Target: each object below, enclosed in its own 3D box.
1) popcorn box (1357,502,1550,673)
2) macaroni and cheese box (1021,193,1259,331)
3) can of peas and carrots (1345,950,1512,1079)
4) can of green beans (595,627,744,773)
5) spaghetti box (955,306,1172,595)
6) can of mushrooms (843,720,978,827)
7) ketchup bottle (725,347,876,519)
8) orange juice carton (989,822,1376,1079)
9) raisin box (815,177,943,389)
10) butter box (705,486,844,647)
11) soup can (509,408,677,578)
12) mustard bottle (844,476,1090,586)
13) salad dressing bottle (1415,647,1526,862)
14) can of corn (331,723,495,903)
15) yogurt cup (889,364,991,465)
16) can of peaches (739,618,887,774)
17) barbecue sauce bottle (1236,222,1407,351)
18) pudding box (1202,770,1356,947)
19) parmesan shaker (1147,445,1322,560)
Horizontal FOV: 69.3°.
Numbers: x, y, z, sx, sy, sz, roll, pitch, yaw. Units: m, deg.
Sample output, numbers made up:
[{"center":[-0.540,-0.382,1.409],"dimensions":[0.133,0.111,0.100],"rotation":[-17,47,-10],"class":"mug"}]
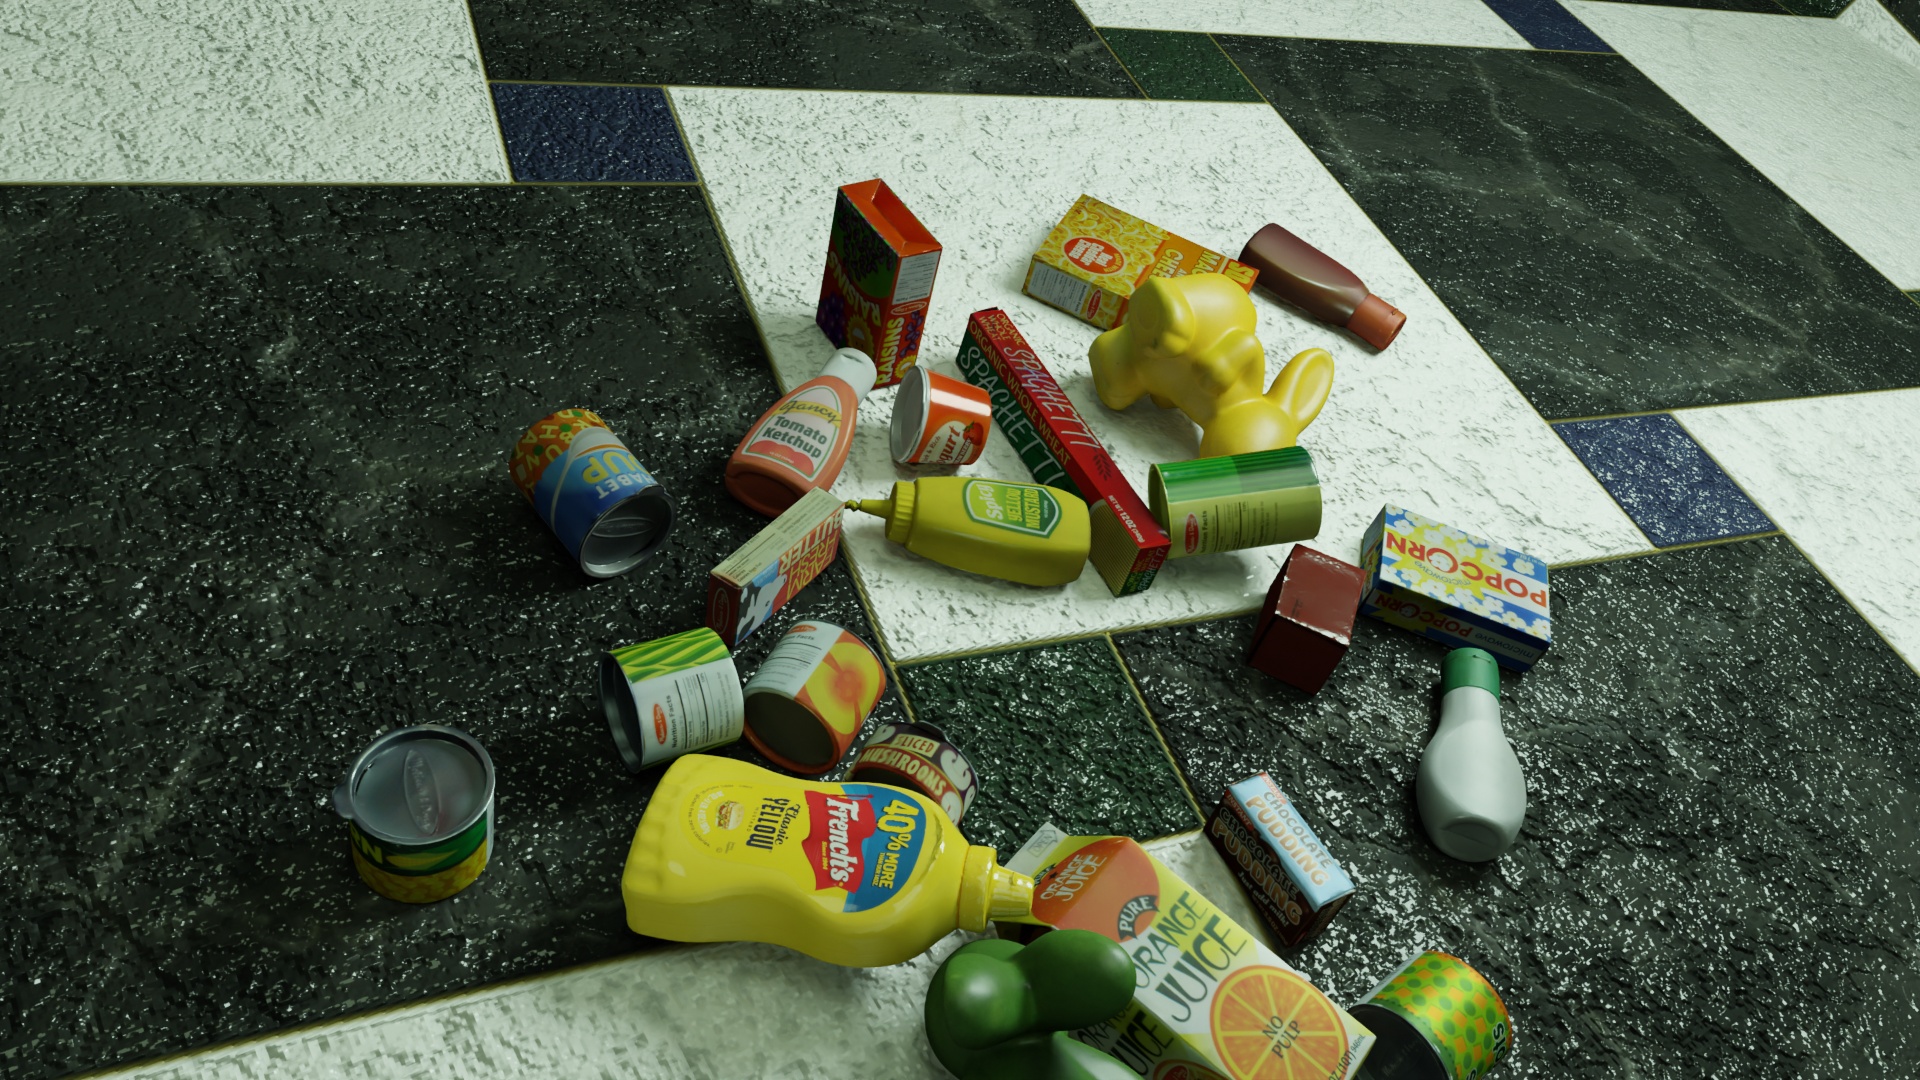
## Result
[{"center":[0.349,0.033,0.981],"dimensions":[0.127,0.038,0.085],"rotation":[21,45,2],"class":"popcorn box"},{"center":[0.151,-0.216,1.155],"dimensions":[0.166,0.040,0.124],"rotation":[26,45,8],"class":"macaroni and cheese box"},{"center":[0.239,0.255,0.710],"dimensions":[0.059,0.070,0.071],"rotation":[-23,58,-35],"class":"can of peas and carrots"},{"center":[-0.155,0.084,0.744],"dimensions":[0.058,0.070,0.071],"rotation":[-14,53,-30],"class":"can of green beans"},{"center":[0.066,-0.069,0.978],"dimensions":[0.029,0.049,0.251],"rotation":[-11,51,-28],"class":"spaghetti box"},{"center":[-0.027,0.130,0.740],"dimensions":[0.071,0.070,0.034],"rotation":[29,47,10],"class":"can of mushrooms"},{"center":[-0.100,-0.076,0.934],"dimensions":[0.065,0.043,0.150],"rotation":[23,44,4],"class":"ketchup bottle"},{"center":[0.098,0.221,0.691],"dimensions":[0.193,0.072,0.072],"rotation":[37,48,19],"class":"orange juice carton"},{"center":[-0.060,-0.182,0.993],"dimensions":[0.040,0.122,0.086],"rotation":[-20,56,-31],"class":"raisin box"},{"center":[-0.111,0.014,0.836],"dimensions":[0.024,0.052,0.104],"rotation":[31,45,16],"class":"butter box"},{"center":[-0.219,-0.031,0.832],"dimensions":[0.071,0.071,0.084],"rotation":[-26,59,-36],"class":"soup can"},{"center":[0.003,-0.011,0.901],"dimensions":[0.160,0.048,0.065],"rotation":[9,44,-11],"class":"mustard bottle"},{"center":[0.321,0.130,0.875],"dimensions":[0.064,0.043,0.148],"rotation":[20,43,3],"class":"salad dressing bottle"},{"center":[-0.261,0.133,0.668],"dimensions":[0.071,0.058,0.071],"rotation":[10,45,-10],"class":"can of corn"},{"center":[-0.013,-0.083,0.957],"dimensions":[0.054,0.072,0.073],"rotation":[10,45,-21],"class":"yogurt cup"},{"center":[-0.081,0.088,0.767],"dimensions":[0.071,0.070,0.058],"rotation":[27,45,8],"class":"can of peaches"},{"center":[0.317,-0.220,1.213],"dimensions":[0.149,0.043,0.065],"rotation":[37,47,17],"class":"barbecue sauce bottle"},{"center":[0.177,0.177,0.776],"dimensions":[0.030,0.049,0.084],"rotation":[-15,54,-28],"class":"pudding box"},{"center":[0.184,-0.024,0.939],"dimensions":[0.103,0.071,0.071],"rotation":[-8,48,-3],"class":"parmesan shaker"}]
